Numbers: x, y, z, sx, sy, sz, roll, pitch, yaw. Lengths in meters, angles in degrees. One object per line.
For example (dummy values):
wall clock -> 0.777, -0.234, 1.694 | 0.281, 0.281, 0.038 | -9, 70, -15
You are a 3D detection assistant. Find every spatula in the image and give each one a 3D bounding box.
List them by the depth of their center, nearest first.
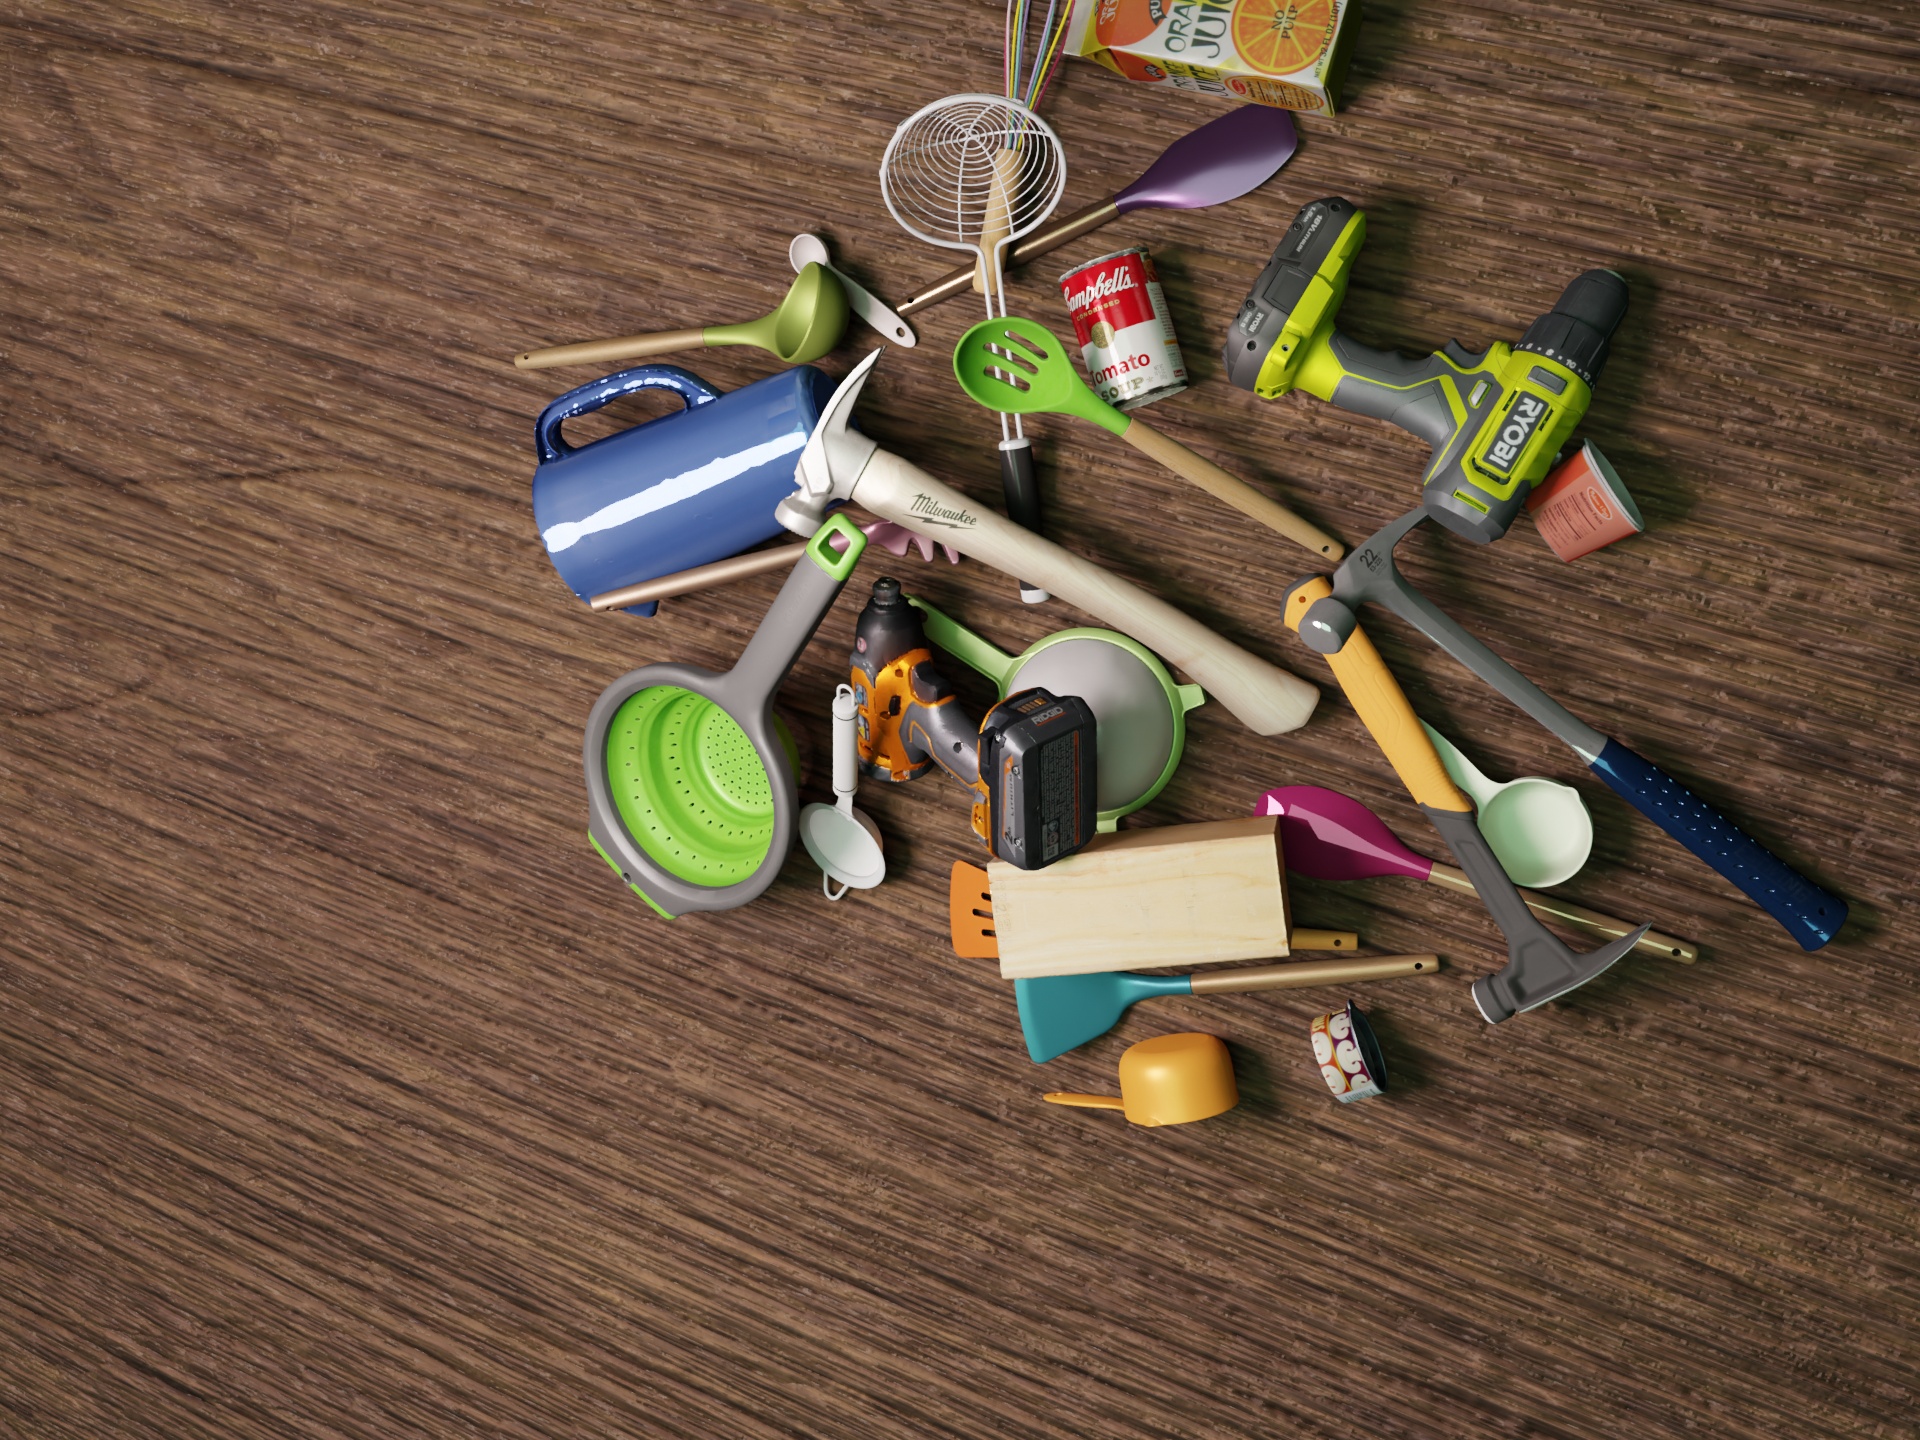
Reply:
spatula -> 0.092, -0.362, 1.158 | 0.316, 0.018, 0.060 | -19, 82, 21
spatula -> 0.200, 0.203, 1.208 | 0.317, 0.044, 0.082 | -9, 95, 19
spatula -> 0.142, 0.159, 1.234 | 0.322, 0.041, 0.081 | 2, 100, 15

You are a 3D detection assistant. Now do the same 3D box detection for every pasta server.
pasta server -> -0.129, -0.121, 1.219 | 0.316, 0.060, 0.040 | -14, 58, 1

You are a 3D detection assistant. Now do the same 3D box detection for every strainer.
strainer -> 0.047, -0.021, 1.208 | 0.256, 0.069, 0.151 | 33, 109, 9
strainer -> -0.087, 0.054, 1.234 | 0.087, 0.050, 0.258 | 29, 146, 17

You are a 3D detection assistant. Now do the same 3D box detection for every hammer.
hammer -> 0.426, 0.009, 1.077 | 0.405, 0.035, 0.144 | 38, 70, 2
hammer -> 0.332, 0.038, 1.107 | 0.127, 0.034, 0.337 | -38, 76, 31
hammer -> 0.078, -0.113, 1.144 | 0.410, 0.038, 0.146 | 28, 108, -4

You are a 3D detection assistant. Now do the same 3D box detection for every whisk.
whisk -> 0.043, -0.431, 1.141 | 0.047, 0.051, 0.245 | 14, 101, 15

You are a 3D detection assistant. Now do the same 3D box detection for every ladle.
ladle -> -0.229, -0.306, 1.258 | 0.320, 0.062, 0.078 | -1, 74, 24

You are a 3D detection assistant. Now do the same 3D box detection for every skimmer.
skimmer -> 0.029, -0.251, 1.130 | 0.127, 0.090, 0.363 | -7, 109, 6

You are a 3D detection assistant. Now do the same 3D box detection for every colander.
colander -> -0.156, -0.012, 1.237 | 0.204, 0.094, 0.397 | 44, 124, 10

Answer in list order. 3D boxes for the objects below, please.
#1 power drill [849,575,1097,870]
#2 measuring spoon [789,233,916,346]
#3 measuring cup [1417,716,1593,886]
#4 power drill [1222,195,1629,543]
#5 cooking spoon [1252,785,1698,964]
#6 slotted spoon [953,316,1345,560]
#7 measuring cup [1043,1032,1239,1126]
power drill -> -0.002, -0.004, 1.162 | 0.227, 0.084, 0.164 | 30, 134, 44
measuring spoon -> -0.080, -0.332, 1.229 | 0.124, 0.018, 0.034 | 41, 132, 2
measuring cup -> 0.372, 0.047, 1.128 | 0.168, 0.038, 0.083 | 44, 112, 18
power drill -> 0.311, -0.252, 1.064 | 0.228, 0.080, 0.190 | 31, 92, 11
cooking spoon -> 0.365, 0.117, 1.148 | 0.319, 0.017, 0.068 | 18, 105, 17
slotted spoon -> 0.137, -0.192, 1.117 | 0.313, 0.031, 0.070 | 28, 121, -10
measuring cup -> 0.132, 0.274, 1.235 | 0.174, 0.095, 0.052 | -8, 92, 39
